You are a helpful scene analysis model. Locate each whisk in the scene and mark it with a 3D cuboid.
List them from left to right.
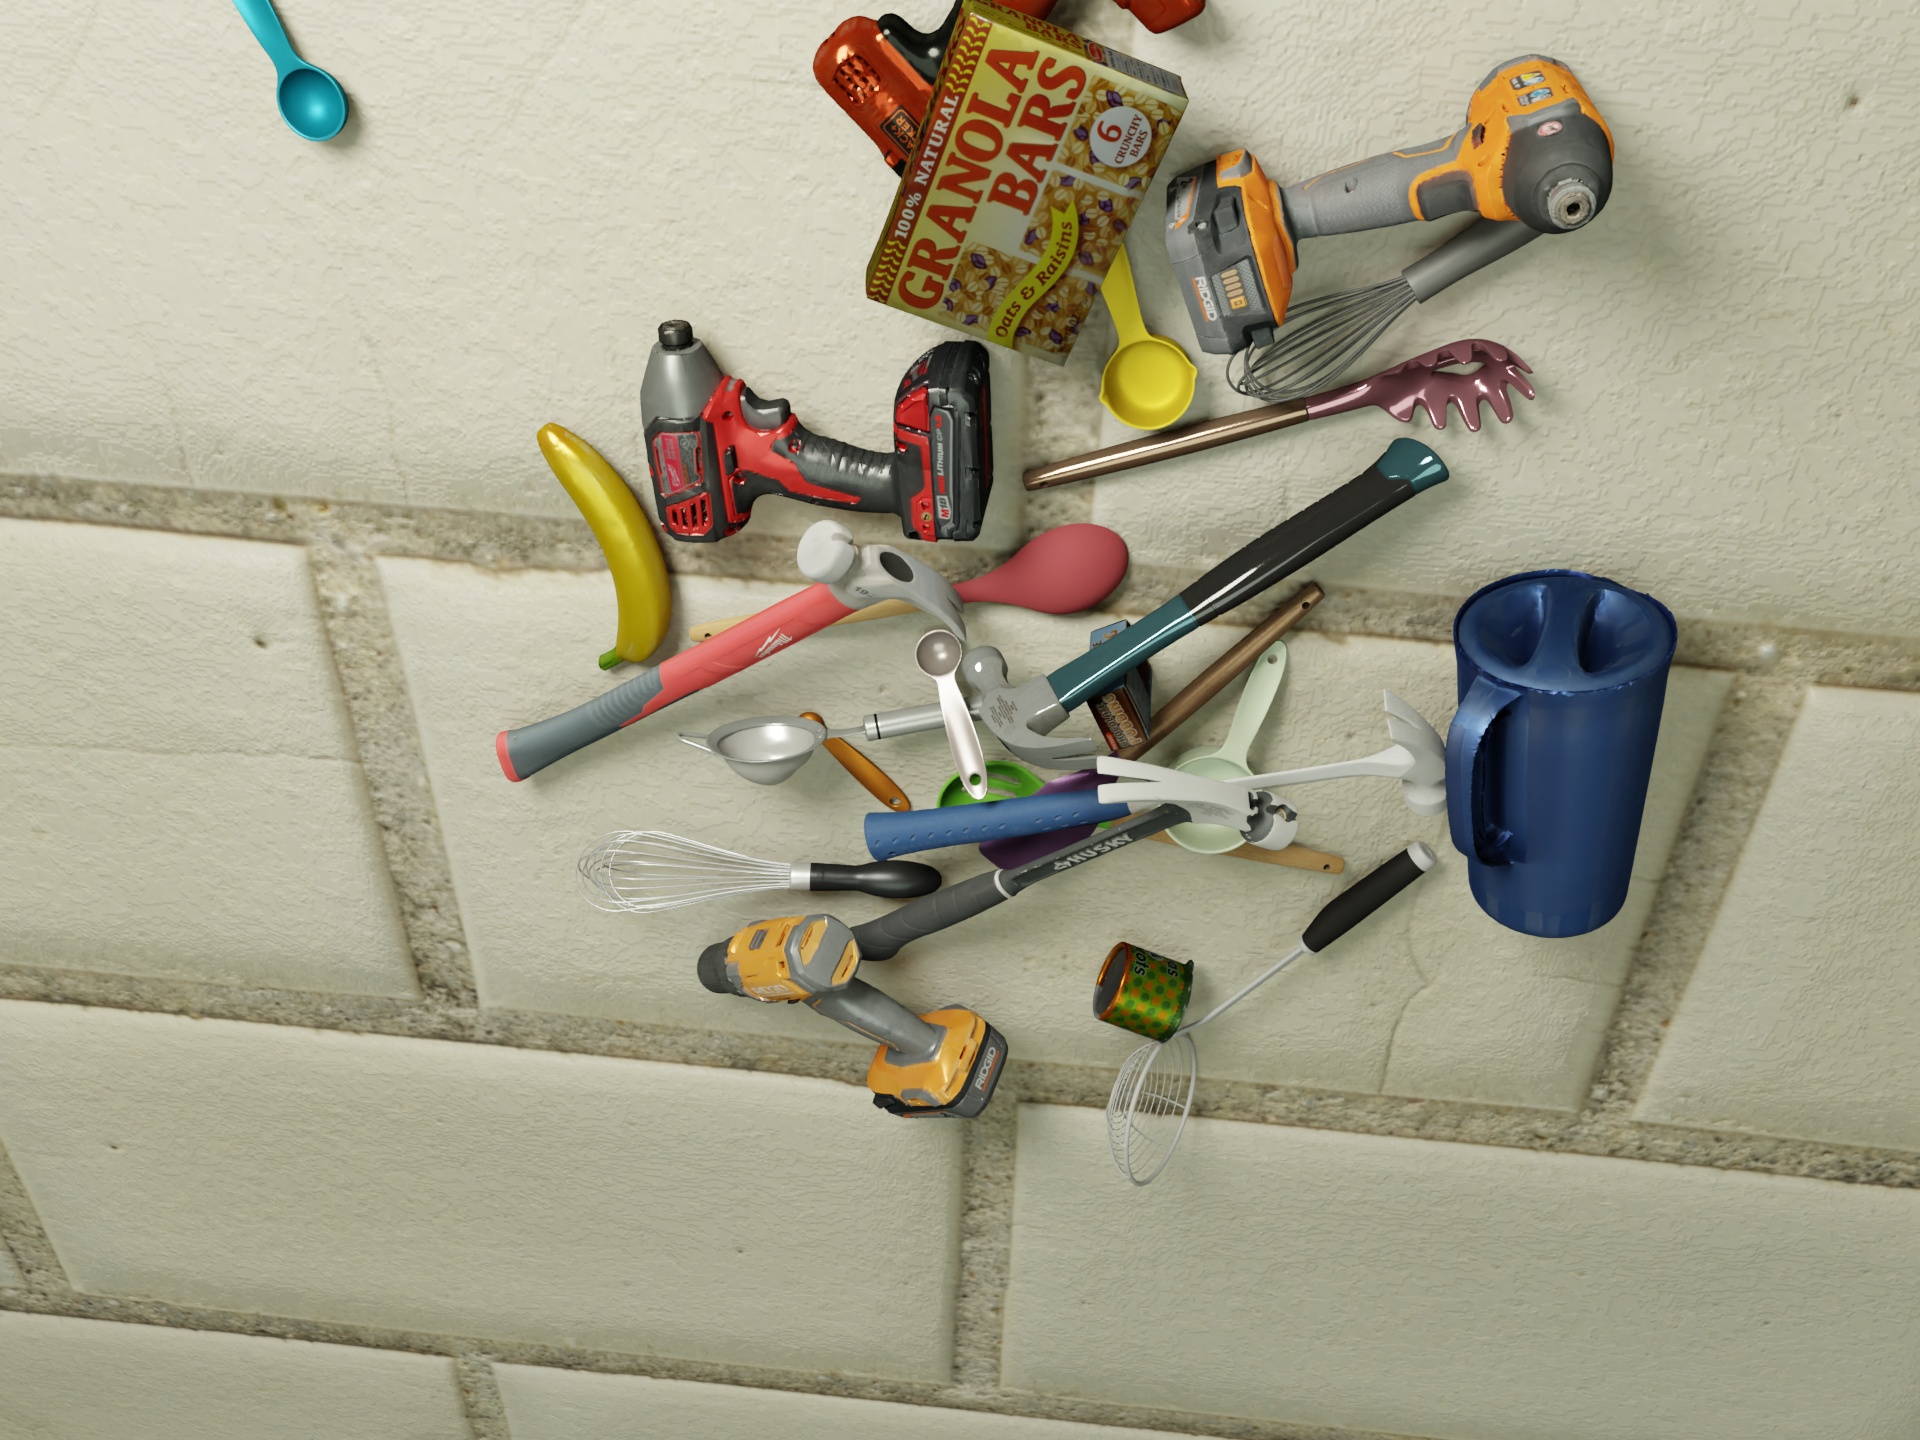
[{"bbox_3d":[-0.156,0.121,1.236,0.284,0.070,0.070,2,126,-2],"label":"whisk"},{"bbox_3d":[0.264,-0.257,0.930,0.239,0.055,0.055,-30,118,19],"label":"whisk"}]

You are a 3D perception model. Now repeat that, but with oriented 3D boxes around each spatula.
[{"bbox_3d":[0.136,0.011,1.131,0.059,0.018,0.316,38,114,-20],"label":"spatula"}]

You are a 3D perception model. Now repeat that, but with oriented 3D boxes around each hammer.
[{"bbox_3d":[-0.179,-0.028,1.112,0.386,0.038,0.143,-23,150,33],"label":"hammer"},{"bbox_3d":[0.040,0.113,1.140,0.149,0.036,0.409,18,149,-33],"label":"hammer"},{"bbox_3d":[0.126,0.051,1.096,0.405,0.035,0.144,-9,153,17],"label":"hammer"},{"bbox_3d":[0.158,-0.079,1.020,0.331,0.128,0.033,-33,137,9],"label":"hammer"}]

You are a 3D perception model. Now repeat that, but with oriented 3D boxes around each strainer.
[{"bbox_3d":[-0.071,0.009,1.135,0.258,0.087,0.050,-11,112,-2],"label":"strainer"}]

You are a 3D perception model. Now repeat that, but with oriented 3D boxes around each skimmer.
[{"bbox_3d":[0.247,0.235,1.255,0.363,0.127,0.090,-44,69,25],"label":"skimmer"}]

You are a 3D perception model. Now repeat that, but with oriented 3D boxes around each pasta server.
[{"bbox_3d":[0.190,-0.182,0.994,0.316,0.040,0.060,-12,143,16],"label":"pasta server"}]

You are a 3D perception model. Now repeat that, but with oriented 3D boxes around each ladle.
[{"bbox_3d":[-0.040,-0.083,1.097,0.315,0.031,0.069,-8,127,13],"label":"ladle"}]

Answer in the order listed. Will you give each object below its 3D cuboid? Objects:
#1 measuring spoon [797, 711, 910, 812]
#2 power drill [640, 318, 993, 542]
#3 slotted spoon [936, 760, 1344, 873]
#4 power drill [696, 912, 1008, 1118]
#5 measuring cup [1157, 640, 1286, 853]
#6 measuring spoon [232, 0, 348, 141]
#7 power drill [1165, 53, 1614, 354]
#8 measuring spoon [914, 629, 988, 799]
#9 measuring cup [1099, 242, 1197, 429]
[{"bbox_3d":[-0.079,0.035,1.192,0.021,0.011,0.116,-34,115,26],"label":"measuring spoon"},{"bbox_3d":[-0.093,-0.182,1.003,0.219,0.079,0.143,2,125,8],"label":"power drill"},{"bbox_3d":[0.137,0.081,1.195,0.313,0.031,0.070,11,117,-5],"label":"slotted spoon"},{"bbox_3d":[-0.096,0.236,1.282,0.226,0.084,0.185,39,148,-24],"label":"power drill"},{"bbox_3d":[0.196,0.015,1.143,0.083,0.038,0.167,20,108,0],"label":"measuring cup"},{"bbox_3d":[-0.394,-0.399,0.916,0.042,0.021,0.128,-18,113,19],"label":"measuring spoon"},{"bbox_3d":[0.228,-0.274,0.849,0.226,0.164,0.084,-15,123,18],"label":"power drill"},{"bbox_3d":[-0.002,-0.004,1.114,0.034,0.018,0.124,-17,81,10],"label":"measuring spoon"},{"bbox_3d":[0.100,-0.254,0.966,0.062,0.029,0.156,-14,111,17],"label":"measuring cup"}]
